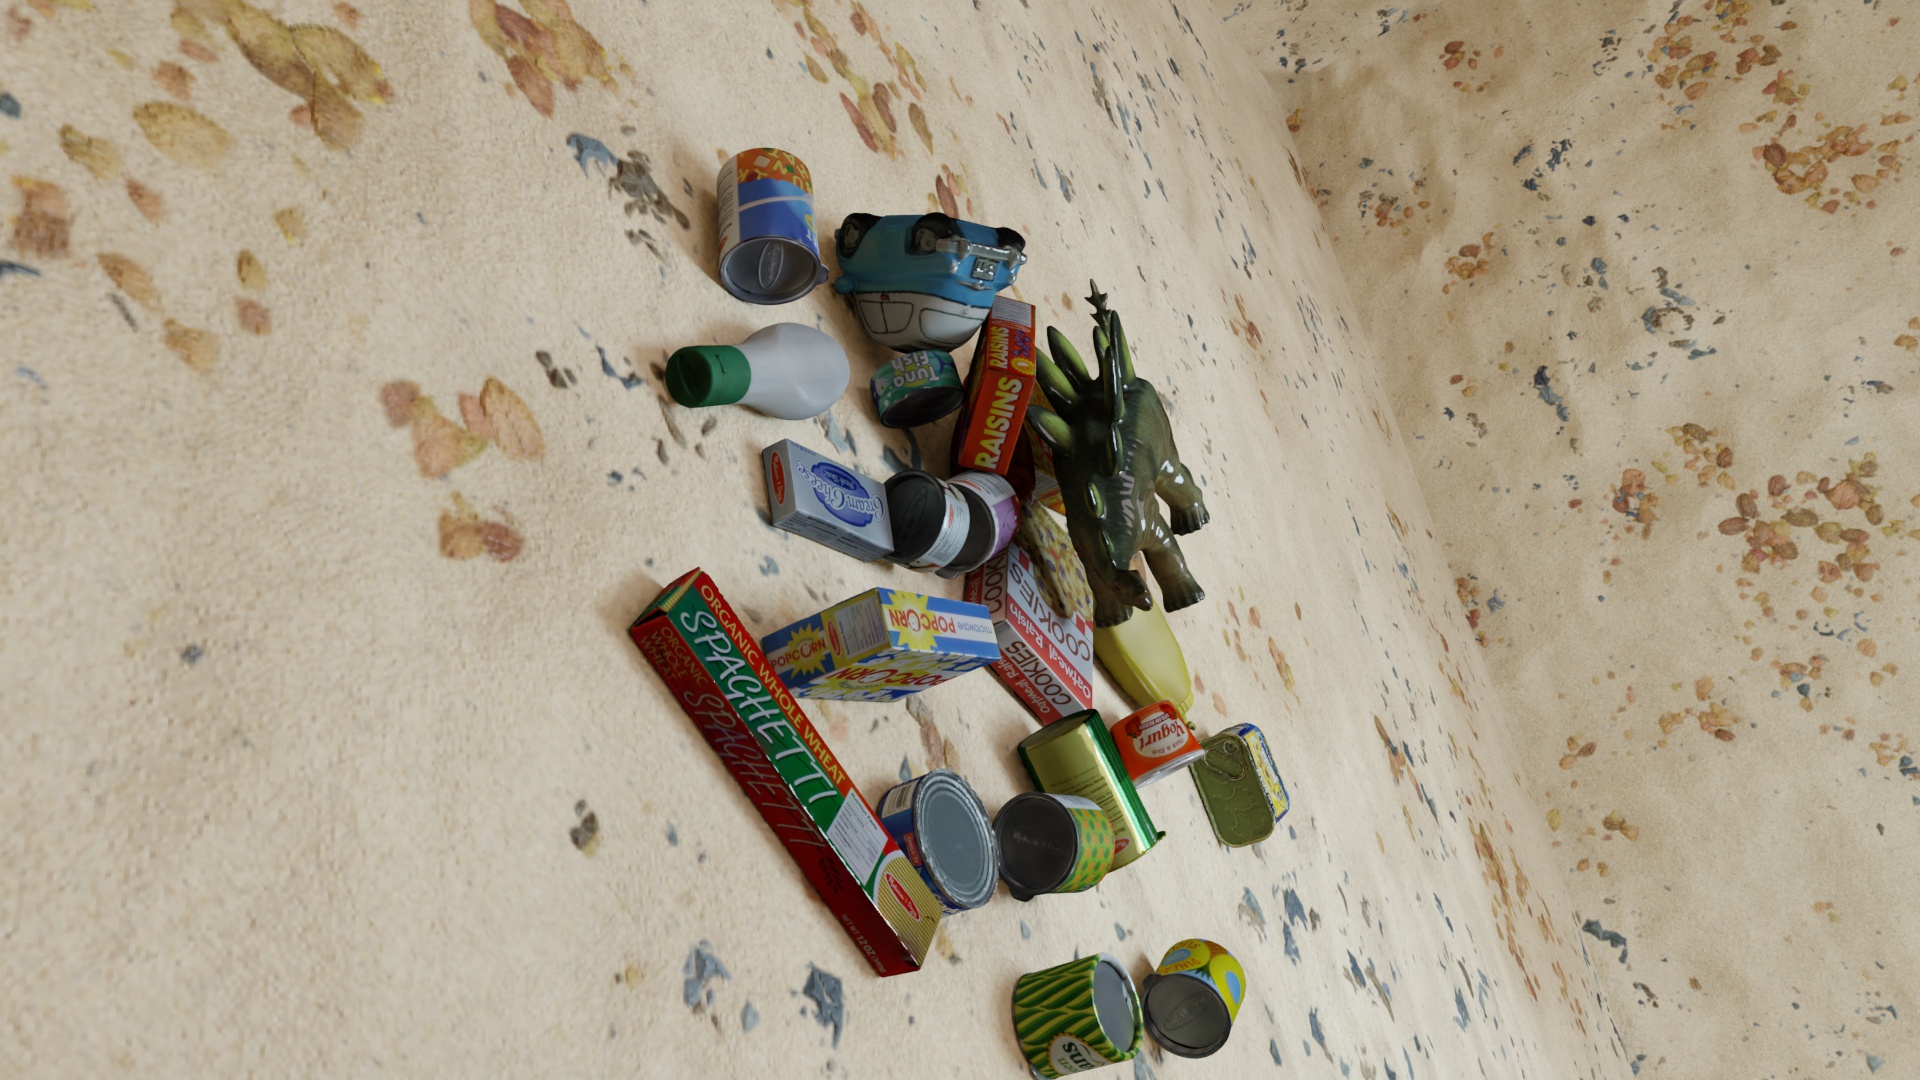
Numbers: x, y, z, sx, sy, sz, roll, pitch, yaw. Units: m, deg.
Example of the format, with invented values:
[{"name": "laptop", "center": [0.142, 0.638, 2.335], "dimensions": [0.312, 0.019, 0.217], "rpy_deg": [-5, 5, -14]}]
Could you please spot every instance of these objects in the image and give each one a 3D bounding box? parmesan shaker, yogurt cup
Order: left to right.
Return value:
[{"name": "parmesan shaker", "center": [0.094, 0.179, 1.000], "dimensions": [0.103, 0.071, 0.071], "rpy_deg": [64, 26, -1]}, {"name": "yogurt cup", "center": [0.159, 0.166, 1.141], "dimensions": [0.072, 0.072, 0.054], "rpy_deg": [6, 55, -60]}]

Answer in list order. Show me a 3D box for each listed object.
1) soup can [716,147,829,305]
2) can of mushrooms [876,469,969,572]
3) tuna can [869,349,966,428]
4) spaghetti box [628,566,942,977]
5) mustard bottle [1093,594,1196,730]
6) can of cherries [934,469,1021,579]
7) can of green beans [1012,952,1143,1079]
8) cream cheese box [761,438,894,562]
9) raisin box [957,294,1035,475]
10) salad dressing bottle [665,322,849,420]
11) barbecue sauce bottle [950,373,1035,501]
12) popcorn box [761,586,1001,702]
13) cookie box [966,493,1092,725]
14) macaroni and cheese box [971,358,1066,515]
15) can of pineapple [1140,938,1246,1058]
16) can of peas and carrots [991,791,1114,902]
[{"name": "soup can", "center": [-0.127, -0.210, 0.930], "dimensions": [0.071, 0.071, 0.084], "rpy_deg": [33, 40, -47]}, {"name": "can of mushrooms", "center": [-0.031, -0.013, 0.946], "dimensions": [0.033, 0.071, 0.071], "rpy_deg": [24, 47, -53]}, {"name": "tuna can", "center": [-0.032, -0.112, 1.021], "dimensions": [0.071, 0.071, 0.033], "rpy_deg": [10, 58, -59]}, {"name": "spaghetti box", "center": [-0.090, 0.128, 0.753], "dimensions": [0.249, 0.028, 0.050], "rpy_deg": [57, 27, -15]}, {"name": "mustard bottle", "center": [0.163, 0.109, 1.203], "dimensions": [0.065, 0.049, 0.159], "rpy_deg": [-46, 116, -28]}, {"name": "can of cherries", "center": [0.004, -0.013, 1.009], "dimensions": [0.071, 0.071, 0.058], "rpy_deg": [64, 25, -3]}, {"name": "can of green beans", "center": [0.075, 0.300, 0.876], "dimensions": [0.071, 0.057, 0.071], "rpy_deg": [42, 34, -38]}, {"name": "cream cheese box", "center": [-0.085, -0.024, 0.899], "dimensions": [0.104, 0.024, 0.053], "rpy_deg": [24, 48, -53]}, {"name": "raisin box", "center": [0.028, -0.118, 1.036], "dimensions": [0.040, 0.085, 0.124], "rpy_deg": [13, 34, -6]}, {"name": "salad dressing bottle", "center": [-0.126, -0.105, 0.873], "dimensions": [0.148, 0.044, 0.064], "rpy_deg": [-16, 84, -62]}, {"name": "barbecue sauce bottle", "center": [0.023, -0.085, 1.110], "dimensions": [0.149, 0.065, 0.043], "rpy_deg": [-94, 165, -51]}, {"name": "popcorn box", "center": [-0.044, 0.065, 0.829], "dimensions": [0.127, 0.085, 0.038], "rpy_deg": [14, 56, -58]}, {"name": "cookie box", "center": [0.055, 0.046, 1.079], "dimensions": [0.122, 0.040, 0.168], "rpy_deg": [48, 30, -32]}, {"name": "macaroni and cheese box", "center": [0.080, -0.090, 1.240], "dimensions": [0.166, 0.040, 0.124], "rpy_deg": [23, 49, -53]}, {"name": "can of pineapple", "center": [0.170, 0.332, 1.015], "dimensions": [0.071, 0.071, 0.058], "rpy_deg": [65, 26, -1]}, {"name": "can of peas and carrots", "center": [0.062, 0.205, 0.927], "dimensions": [0.059, 0.071, 0.071], "rpy_deg": [20, 51, -56]}]
